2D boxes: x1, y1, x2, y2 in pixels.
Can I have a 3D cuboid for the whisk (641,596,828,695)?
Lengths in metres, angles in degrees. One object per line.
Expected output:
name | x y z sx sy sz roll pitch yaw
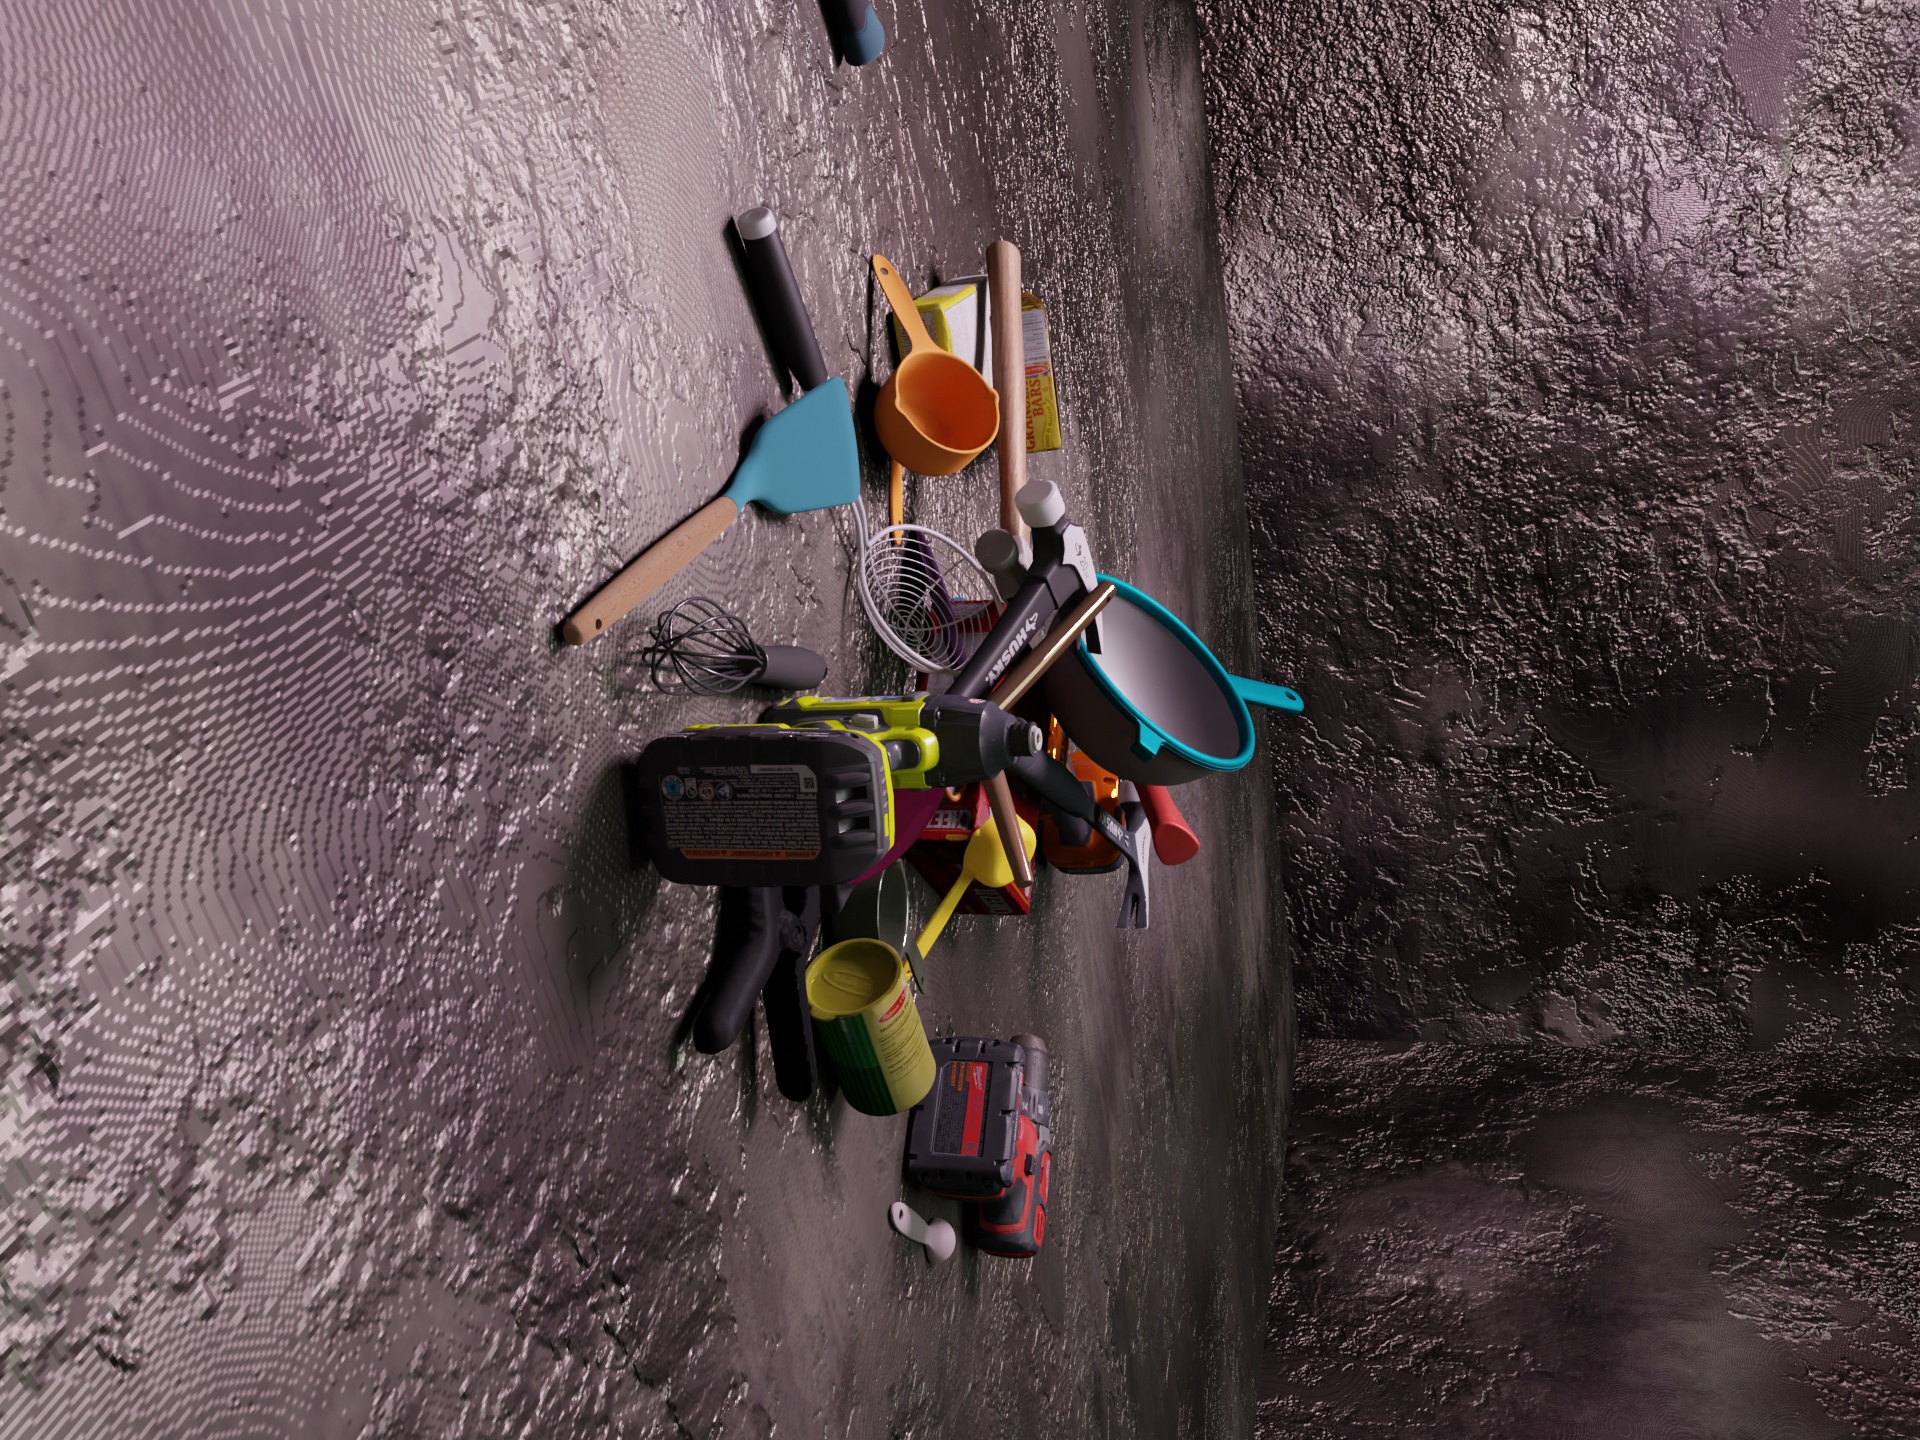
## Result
whisk | -0.121 -0.037 0.917 0.239 0.055 0.055 6 82 -77

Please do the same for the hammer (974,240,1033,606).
hammer | 0.041 -0.238 1.262 0.130 0.031 0.332 50 35 -61

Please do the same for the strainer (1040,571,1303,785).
strainer | 0.180 -0.011 1.374 0.340 0.095 0.211 9 44 -49

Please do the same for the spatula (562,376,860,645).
spatula | -0.132 -0.111 0.888 0.318 0.044 0.082 -58 146 -58

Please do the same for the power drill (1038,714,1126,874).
power drill | 0.098 0.044 1.536 0.226 0.084 0.164 50 40 -57

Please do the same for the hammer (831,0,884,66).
hammer | -0.107 -0.594 1.034 0.330 0.033 0.128 71 24 -43

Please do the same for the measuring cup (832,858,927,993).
measuring cup | -0.054 0.155 1.120 0.167 0.038 0.083 72 21 -56

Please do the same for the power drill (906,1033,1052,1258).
power drill | 0.030 0.325 1.302 0.226 0.080 0.188 64 30 -58

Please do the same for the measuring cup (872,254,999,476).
measuring cup | -0.038 -0.262 1.188 0.095 0.052 0.174 -15 75 -36

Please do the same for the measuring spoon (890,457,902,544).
measuring spoon | -0.045 -0.192 1.218 0.021 0.011 0.117 22 67 -71

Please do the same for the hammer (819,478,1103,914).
hammer | -0.002 -0.004 1.098 0.335 0.035 0.146 -54 138 -27

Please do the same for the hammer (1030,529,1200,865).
hammer | 0.140 -0.017 1.468 0.149 0.036 0.359 40 22 -51

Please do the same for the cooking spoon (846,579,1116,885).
cooking spoon | 0.017 -0.003 1.078 0.319 0.017 0.068 -46 144 -33

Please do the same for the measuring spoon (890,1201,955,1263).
measuring spoon | -0.027 0.385 1.205 0.124 0.018 0.034 58 35 -56

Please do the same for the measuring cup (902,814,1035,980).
measuring cup | 0.004 0.138 1.180 0.156 0.029 0.062 -56 150 0

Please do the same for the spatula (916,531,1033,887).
spatula | 0.006 -0.017 1.196 0.059 0.018 0.316 56 16 -60

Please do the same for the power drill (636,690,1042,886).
power drill | -0.063 0.026 0.889 0.223 0.171 0.080 -27 114 -67

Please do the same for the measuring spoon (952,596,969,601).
measuring spoon | 0.020 -0.082 1.392 0.128 0.021 0.042 10 79 -71

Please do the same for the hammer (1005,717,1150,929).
hammer | 0.105 0.079 1.369 0.408 0.036 0.149 39 51 -63

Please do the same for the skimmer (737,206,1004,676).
skimmer | -0.052 -0.178 1.066 0.362 0.090 0.127 71 25 -42
